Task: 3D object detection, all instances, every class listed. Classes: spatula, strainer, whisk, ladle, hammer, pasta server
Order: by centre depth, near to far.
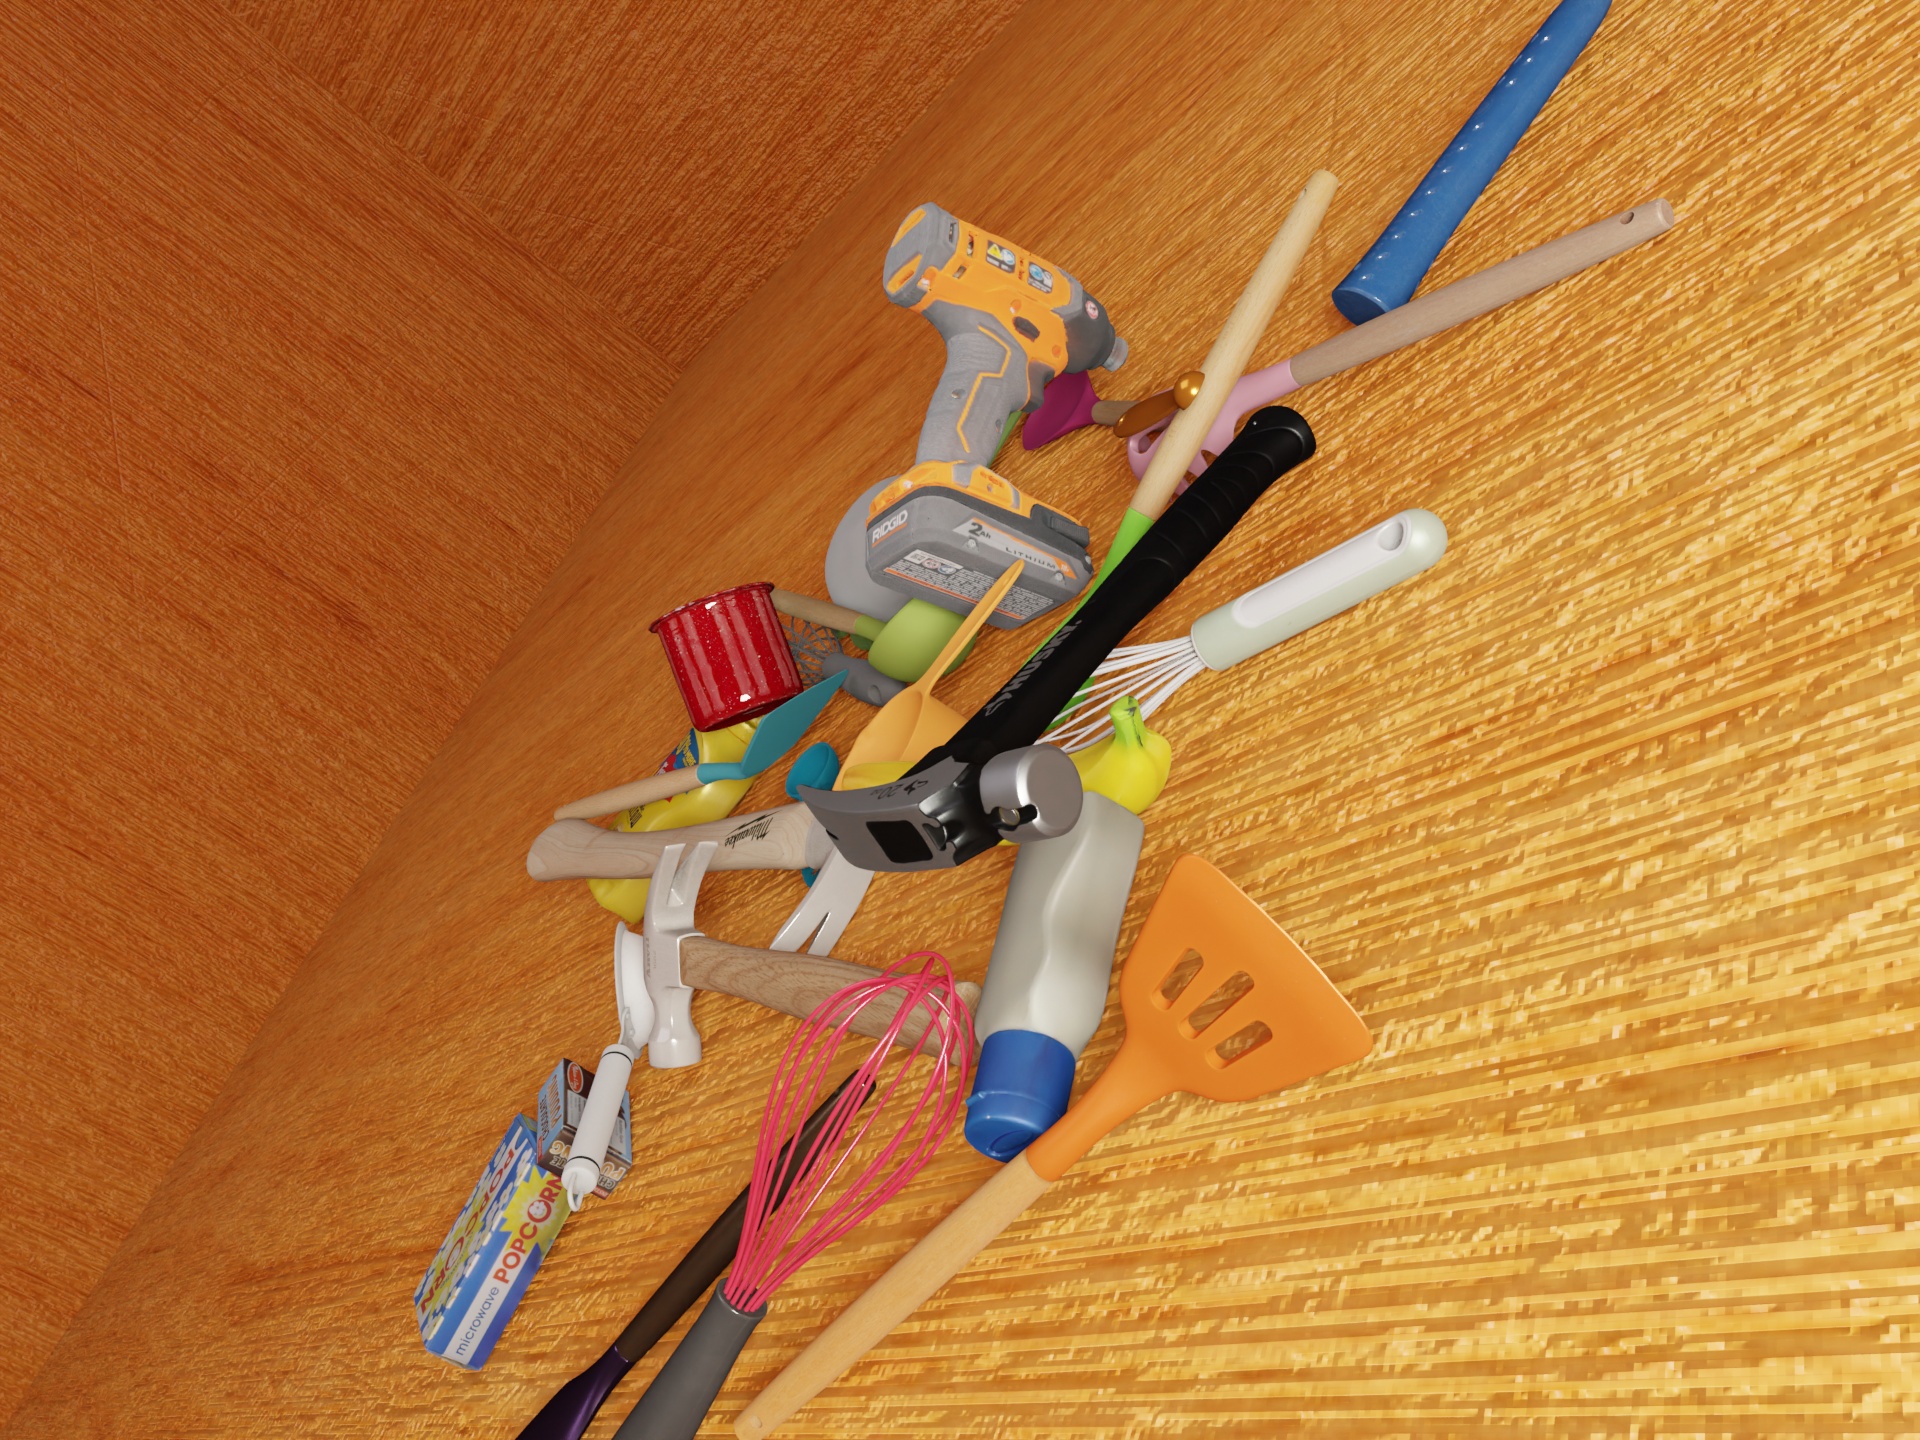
[{"bbox_3d":[0.009,0.172,0.555,0.322,0.081,0.041,-48,-13,24],"label":"spatula"},{"bbox_3d":[-0.079,0.218,0.644,0.296,0.073,0.073,-59,19,10],"label":"whisk"},{"bbox_3d":[0.064,-0.048,0.674,0.146,0.035,0.335,-15,23,46],"label":"hammer"},{"bbox_3d":[0.101,-0.030,0.690,0.246,0.059,0.058,-28,49,40],"label":"whisk"},{"bbox_3d":[-0.141,0.280,0.746,0.316,0.018,0.060,-50,21,11],"label":"spatula"},{"bbox_3d":[0.187,-0.172,0.753,0.316,0.040,0.060,-16,67,50],"label":"pasta server"},{"bbox_3d":[0.315,-0.363,0.785,0.405,0.035,0.144,-53,20,-1],"label":"hammer"},{"bbox_3d":[-0.087,0.129,0.799,0.331,0.031,0.130,-4,90,56],"label":"hammer"},{"bbox_3d":[-0.199,0.197,0.938,0.050,0.086,0.259,-5,25,3],"label":"strainer"},{"bbox_3d":[-0.185,0.092,1.034,0.411,0.038,0.146,-10,48,50],"label":"hammer"},{"bbox_3d":[-0.083,-0.078,1.077,0.078,0.062,0.320,-38,26,-18],"label":"ladle"},{"bbox_3d":[-0.085,-0.039,1.111,0.055,0.055,0.239,-55,25,-5],"label":"whisk"},{"bbox_3d":[-0.198,0.032,1.114,0.317,0.044,0.082,-16,12,42],"label":"spatula"},{"bbox_3d":[-0.024,-0.173,1.158,0.256,0.069,0.151,-58,21,-10],"label":"strainer"}]

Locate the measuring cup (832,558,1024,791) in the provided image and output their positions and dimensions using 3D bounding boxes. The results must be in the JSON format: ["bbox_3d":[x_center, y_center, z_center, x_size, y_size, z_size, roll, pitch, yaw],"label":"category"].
[{"bbox_3d":[-0.001,-0.003,0.849,0.173,0.052,0.095,-54,18,2],"label":"measuring cup"}]

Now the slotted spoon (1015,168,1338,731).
[{"bbox_3d":[0.103,-0.124,0.786,0.313,0.031,0.070,-62,19,10],"label":"slotted spoon"}]

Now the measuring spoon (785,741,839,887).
[{"bbox_3d":[-0.088,0.063,0.997,0.042,0.021,0.129,-39,33,21],"label":"measuring spoon"}]

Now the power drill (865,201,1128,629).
[{"bbox_3d":[0.028,-0.174,0.930,0.084,0.164,0.227,-25,54,52],"label":"power drill"}]

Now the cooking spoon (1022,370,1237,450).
[{"bbox_3d":[0.099,-0.192,0.999,0.069,0.017,0.319,-60,20,3],"label":"cooking spoon"}]

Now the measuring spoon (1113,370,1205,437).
[{"bbox_3d":[0.095,-0.159,0.800,0.021,0.011,0.117,-64,13,-5],"label":"measuring spoon"}]
